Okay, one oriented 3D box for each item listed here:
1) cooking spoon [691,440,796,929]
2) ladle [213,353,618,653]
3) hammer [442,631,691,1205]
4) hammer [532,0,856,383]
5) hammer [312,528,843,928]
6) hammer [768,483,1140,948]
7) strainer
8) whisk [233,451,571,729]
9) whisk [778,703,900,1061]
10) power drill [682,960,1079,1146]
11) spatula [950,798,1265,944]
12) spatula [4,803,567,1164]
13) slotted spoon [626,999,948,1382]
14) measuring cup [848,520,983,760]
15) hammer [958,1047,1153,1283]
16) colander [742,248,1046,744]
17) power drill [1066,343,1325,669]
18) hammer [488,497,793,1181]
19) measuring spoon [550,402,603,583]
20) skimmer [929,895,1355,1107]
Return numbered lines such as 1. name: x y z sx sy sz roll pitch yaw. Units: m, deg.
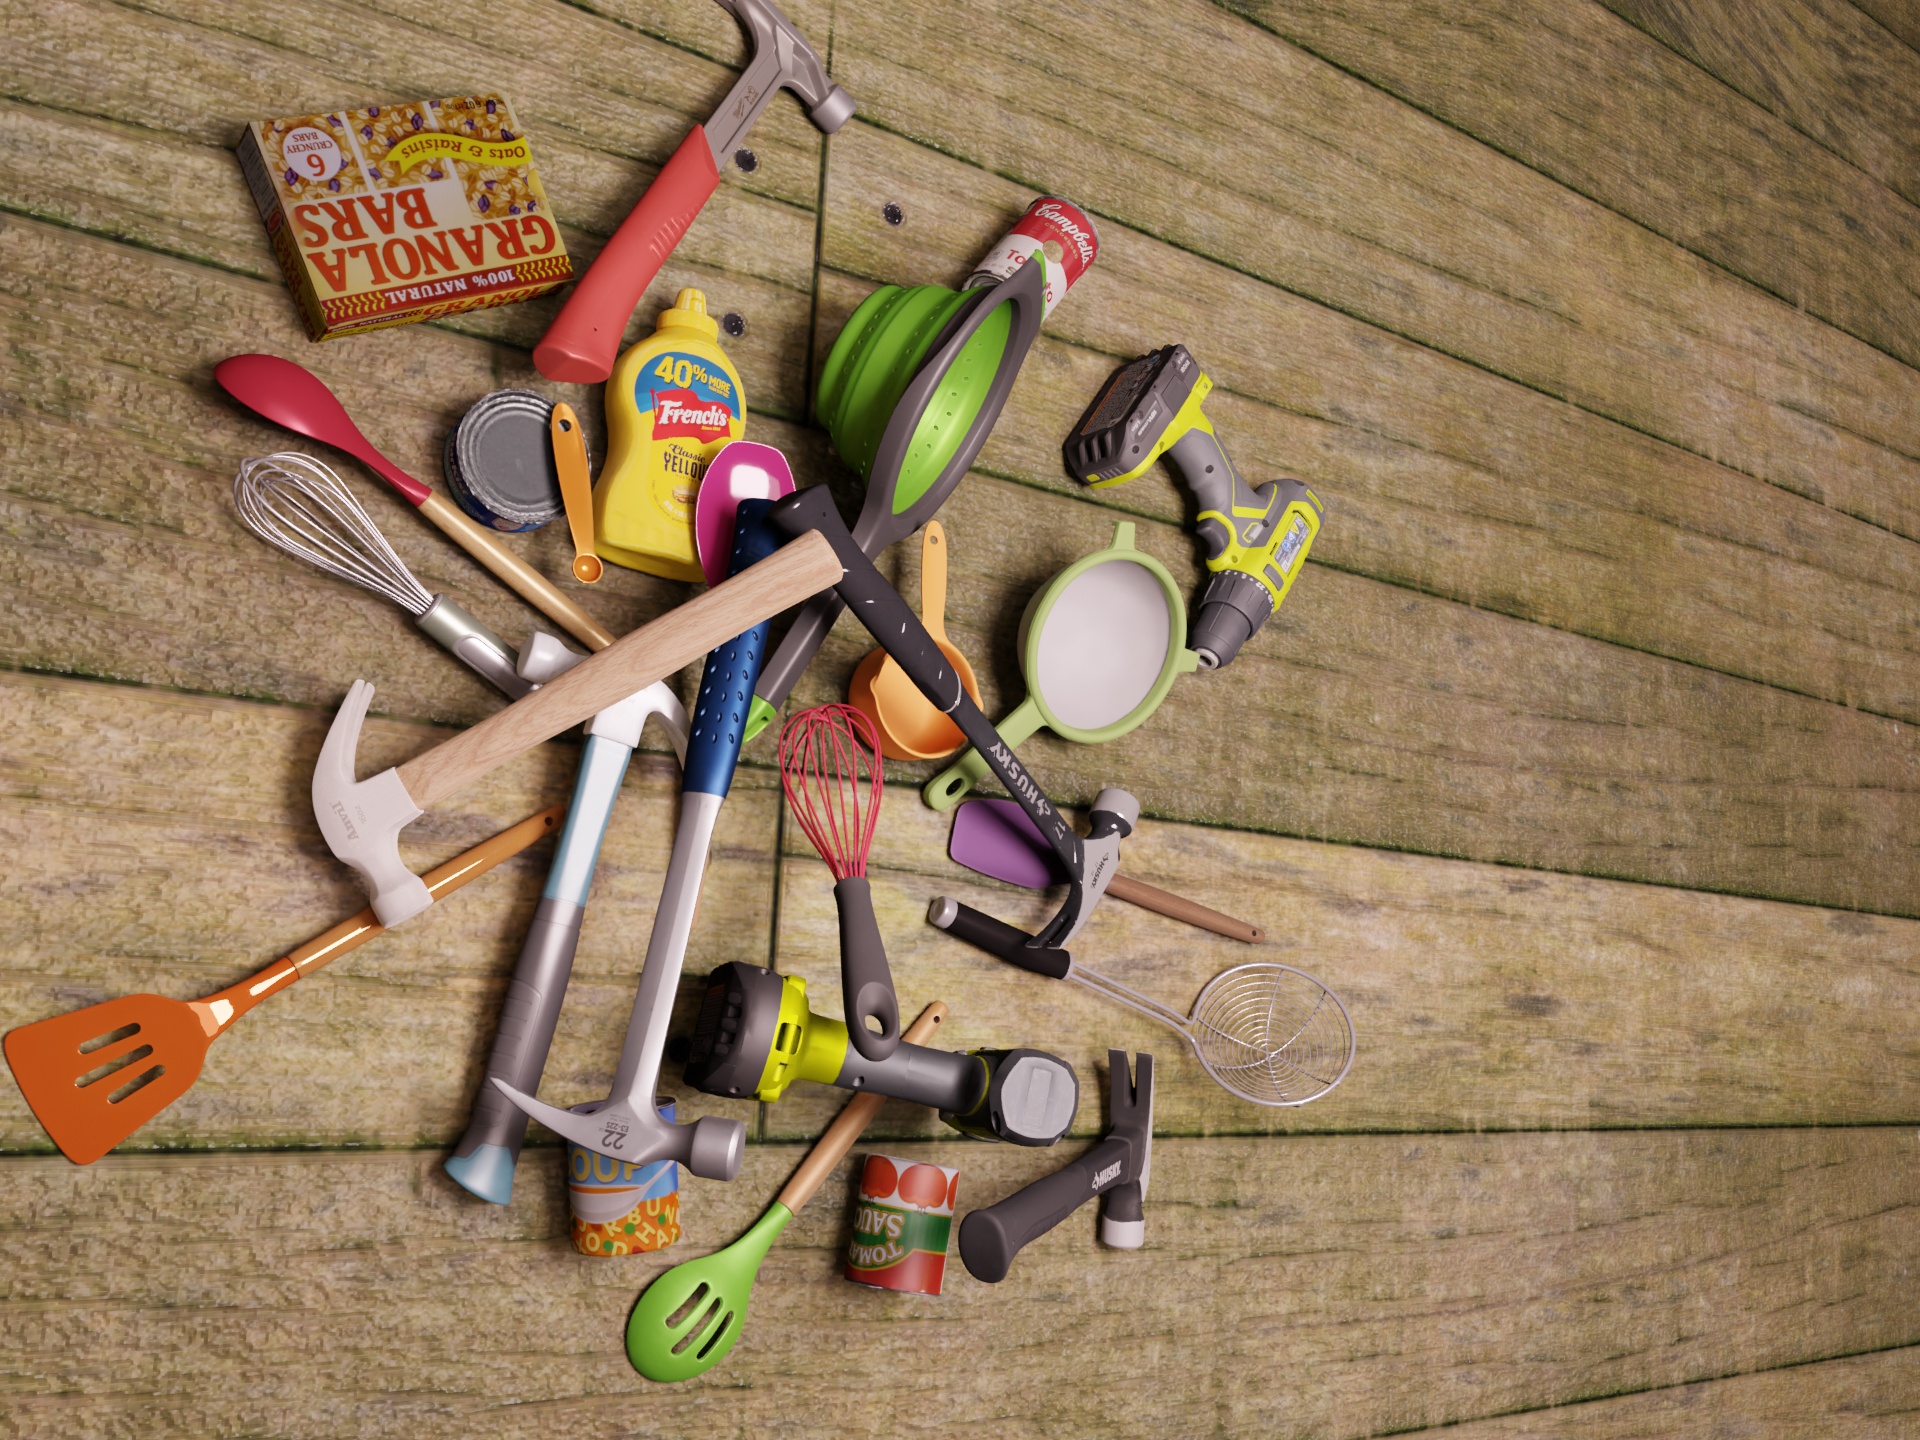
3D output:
1. cooking spoon: -0.156 -0.022 1.031 0.068 0.017 0.319 8 92 -27
2. ladle: -0.306 -0.117 0.969 0.031 0.069 0.315 -41 119 13
3. hammer: -0.245 0.122 0.959 0.128 0.033 0.331 19 79 -27
4. hammer: -0.192 -0.361 1.058 0.149 0.037 0.359 40 55 -24
5. hammer: -0.219 -0.020 0.927 0.331 0.031 0.130 -31 88 -9
6. hammer: -0.002 -0.003 1.080 0.408 0.036 0.149 51 50 -34
7. strainer: 0.058 -0.029 1.205 0.256 0.069 0.151 -42 125 -14
8. whisk: -0.323 -0.071 0.948 0.058 0.059 0.246 -42 118 11
9. whisk: -0.072 0.092 1.007 0.073 0.073 0.296 23 33 -30
10. power drill: -0.055 0.220 1.012 0.223 0.171 0.080 17 74 -13
11. spatula: 0.123 0.127 1.246 0.315 0.018 0.060 23 70 -29
12. spatula: -0.362 0.128 0.907 0.322 0.041 0.081 -33 101 -38
13. slotted spoon: -0.102 0.303 1.059 0.070 0.031 0.314 52 57 -16
14. measuring cup: -0.035 -0.055 1.143 0.095 0.052 0.174 11 75 -33
15. hammer: 0.072 0.308 1.063 0.334 0.035 0.146 14 80 -68
16. colander: -0.079 -0.167 1.100 0.094 0.204 0.397 31 81 9
17. power drill: 0.193 -0.173 1.304 0.228 0.080 0.191 46 60 -24
18. hammer: -0.161 0.054 0.943 0.144 0.035 0.406 9 71 3
19. measuring spoon: -0.242 -0.142 0.994 0.021 0.011 0.117 -7 84 -35
20. skimmer: 0.144 0.196 1.206 0.363 0.090 0.127 28 45 -27
